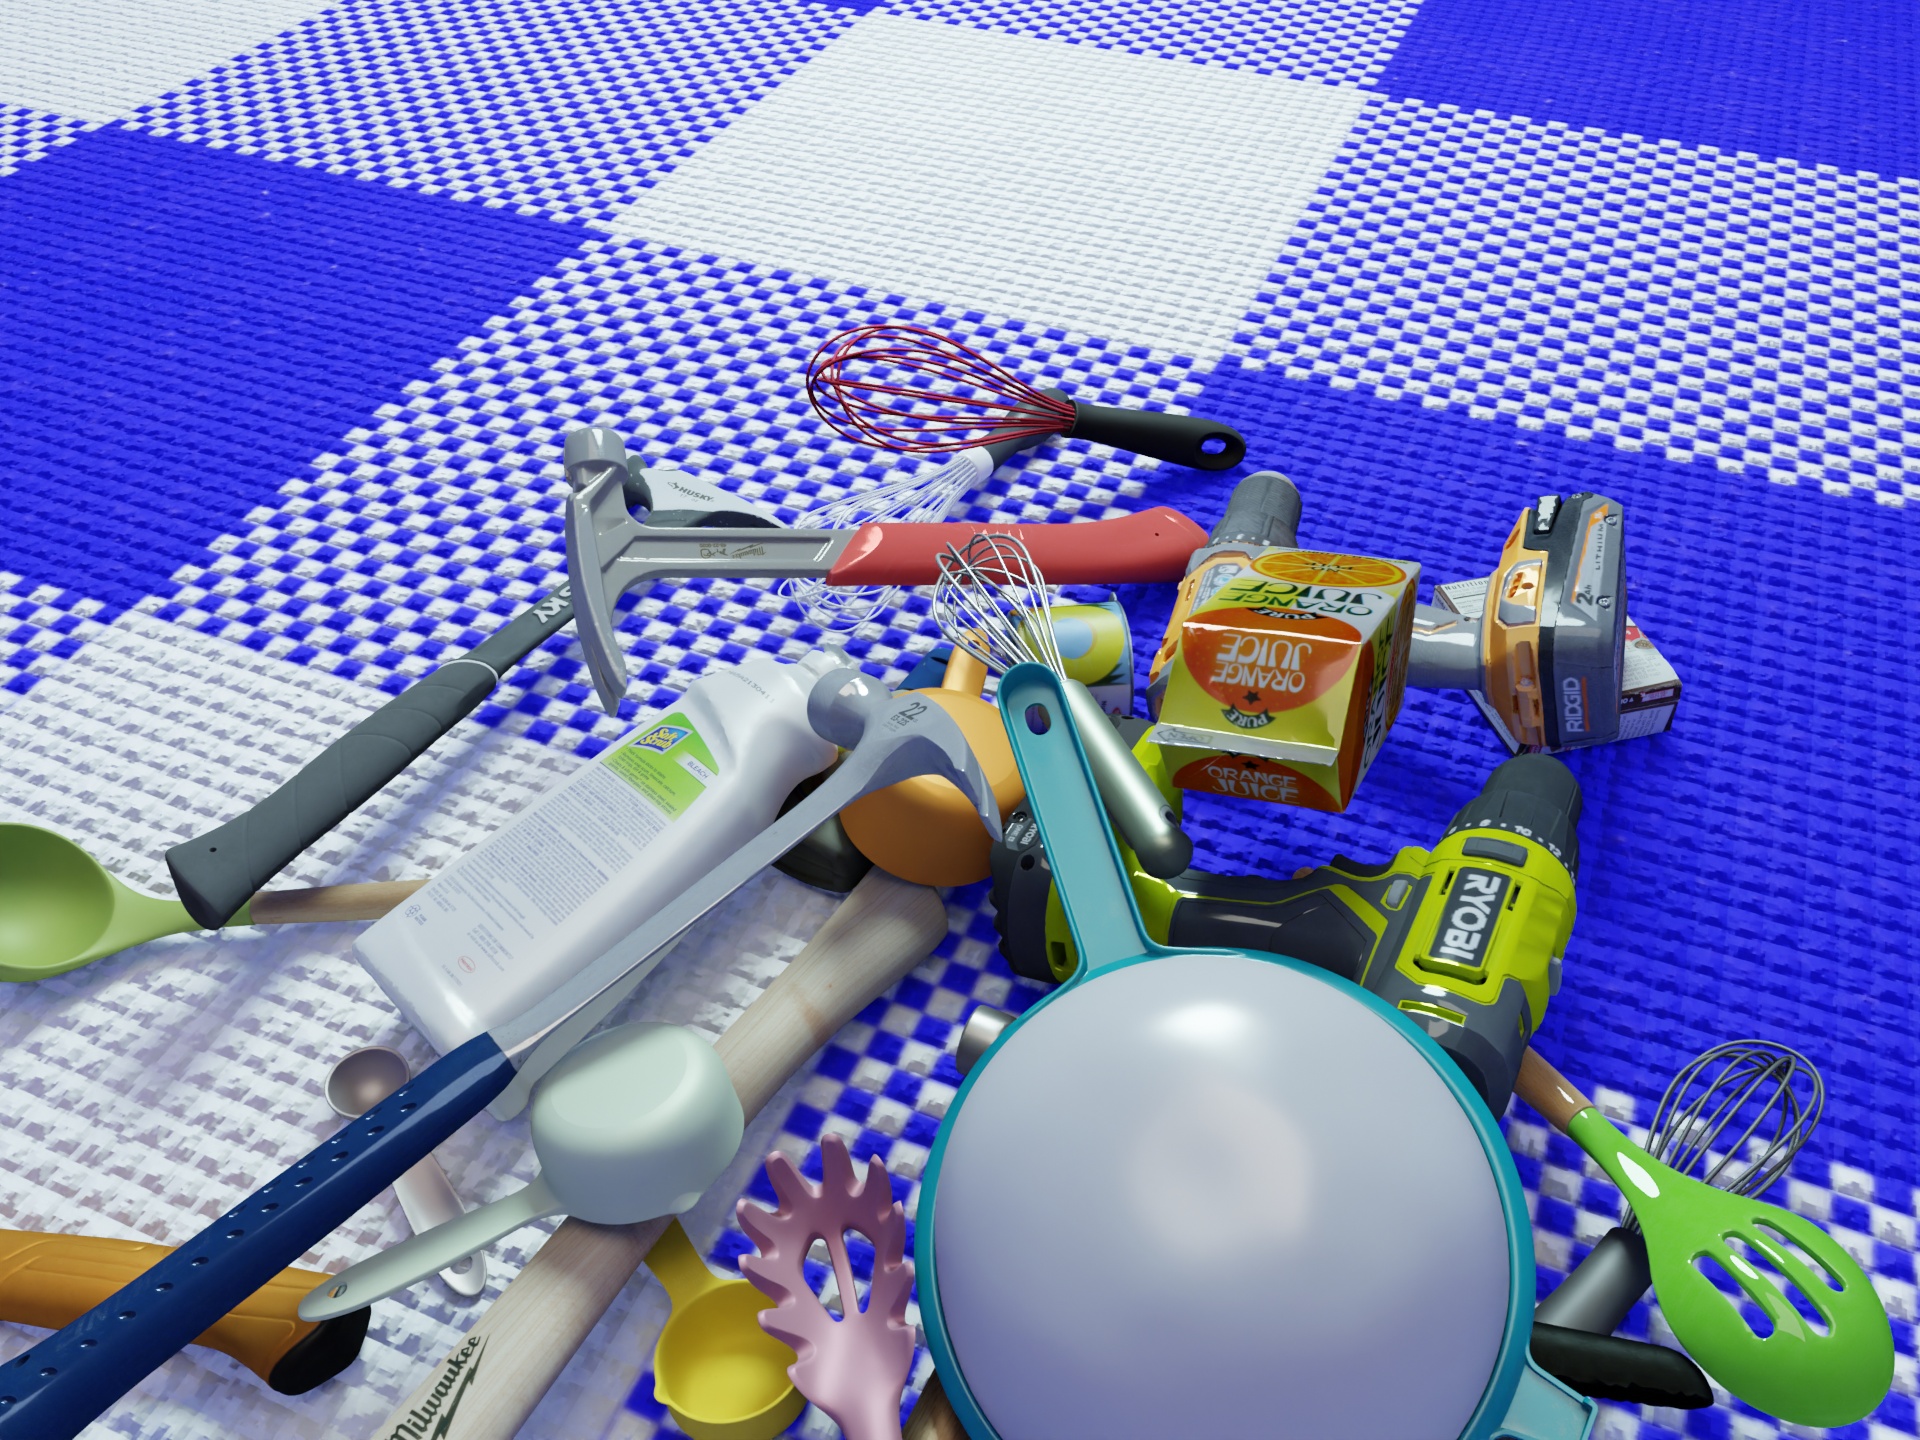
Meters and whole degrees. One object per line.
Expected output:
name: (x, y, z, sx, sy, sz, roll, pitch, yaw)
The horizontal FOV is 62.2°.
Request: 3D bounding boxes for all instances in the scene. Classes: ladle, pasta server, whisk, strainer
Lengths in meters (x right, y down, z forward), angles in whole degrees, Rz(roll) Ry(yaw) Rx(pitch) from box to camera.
ladle: (-0.298, 0.077, 0.726, 0.320, 0.062, 0.078, -3, 45, -7)
pasta server: (-0.016, 0.276, 0.487, 0.060, 0.040, 0.317, -18, 47, -2)
whisk: (0.042, -0.013, 0.719, 0.059, 0.057, 0.247, -43, 41, 11)
whisk: (0.253, 0.201, 0.605, 0.239, 0.055, 0.055, -35, 54, -25)
whisk: (0.047, -0.182, 0.945, 0.295, 0.073, 0.073, 5, 40, -26)
strainer: (0.064, 0.107, 0.545, 0.211, 0.095, 0.341, -18, 62, 2)
whisk: (-0.012, -0.140, 0.953, 0.070, 0.070, 0.285, 25, 45, 23)

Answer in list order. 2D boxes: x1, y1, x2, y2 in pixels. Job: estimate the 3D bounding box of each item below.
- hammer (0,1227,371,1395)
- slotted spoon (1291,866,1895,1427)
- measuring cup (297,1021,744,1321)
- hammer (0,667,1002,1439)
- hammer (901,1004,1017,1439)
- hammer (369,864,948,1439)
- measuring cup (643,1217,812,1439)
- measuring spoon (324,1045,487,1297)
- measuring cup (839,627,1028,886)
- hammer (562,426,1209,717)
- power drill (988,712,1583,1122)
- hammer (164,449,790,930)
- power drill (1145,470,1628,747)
hammer: (-0.388, 0.202, 0.610, 0.337, 0.034, 0.127, 6, 45, 6)
slotted spoon: (0.227, 0.144, 0.633, 0.070, 0.031, 0.314, -25, 36, -13)
measuring cup: (-0.160, 0.162, 0.574, 0.167, 0.038, 0.083, -23, 33, -23)
hammer: (-0.157, 0.115, 0.581, 0.405, 0.035, 0.144, -38, 29, -18)
hammer: (0.001, 0.249, 0.563, 0.130, 0.031, 0.331, 17, 47, 18)
hammer: (-0.133, 0.182, 0.606, 0.146, 0.038, 0.411, 10, 37, 29)
measuring cup: (-0.108, 0.214, 0.610, 0.062, 0.029, 0.157, -26, 38, -25)
measuring spoon: (-0.222, 0.184, 0.646, 0.034, 0.018, 0.124, -25, 56, -26)
measuring cup: (-0.001, -0.002, 0.757, 0.095, 0.052, 0.174, 17, 45, -2)
hammer: (-0.024, -0.080, 0.840, 0.359, 0.036, 0.149, -2, 65, -25)
power drill: (0.147, 0.066, 0.688, 0.228, 0.080, 0.191, 11, 41, 28)
hammer: (-0.236, -0.029, 0.817, 0.149, 0.036, 0.409, 20, 40, 17)
power drill: (0.222, -0.066, 0.826, 0.226, 0.084, 0.185, 1, 46, 26)
